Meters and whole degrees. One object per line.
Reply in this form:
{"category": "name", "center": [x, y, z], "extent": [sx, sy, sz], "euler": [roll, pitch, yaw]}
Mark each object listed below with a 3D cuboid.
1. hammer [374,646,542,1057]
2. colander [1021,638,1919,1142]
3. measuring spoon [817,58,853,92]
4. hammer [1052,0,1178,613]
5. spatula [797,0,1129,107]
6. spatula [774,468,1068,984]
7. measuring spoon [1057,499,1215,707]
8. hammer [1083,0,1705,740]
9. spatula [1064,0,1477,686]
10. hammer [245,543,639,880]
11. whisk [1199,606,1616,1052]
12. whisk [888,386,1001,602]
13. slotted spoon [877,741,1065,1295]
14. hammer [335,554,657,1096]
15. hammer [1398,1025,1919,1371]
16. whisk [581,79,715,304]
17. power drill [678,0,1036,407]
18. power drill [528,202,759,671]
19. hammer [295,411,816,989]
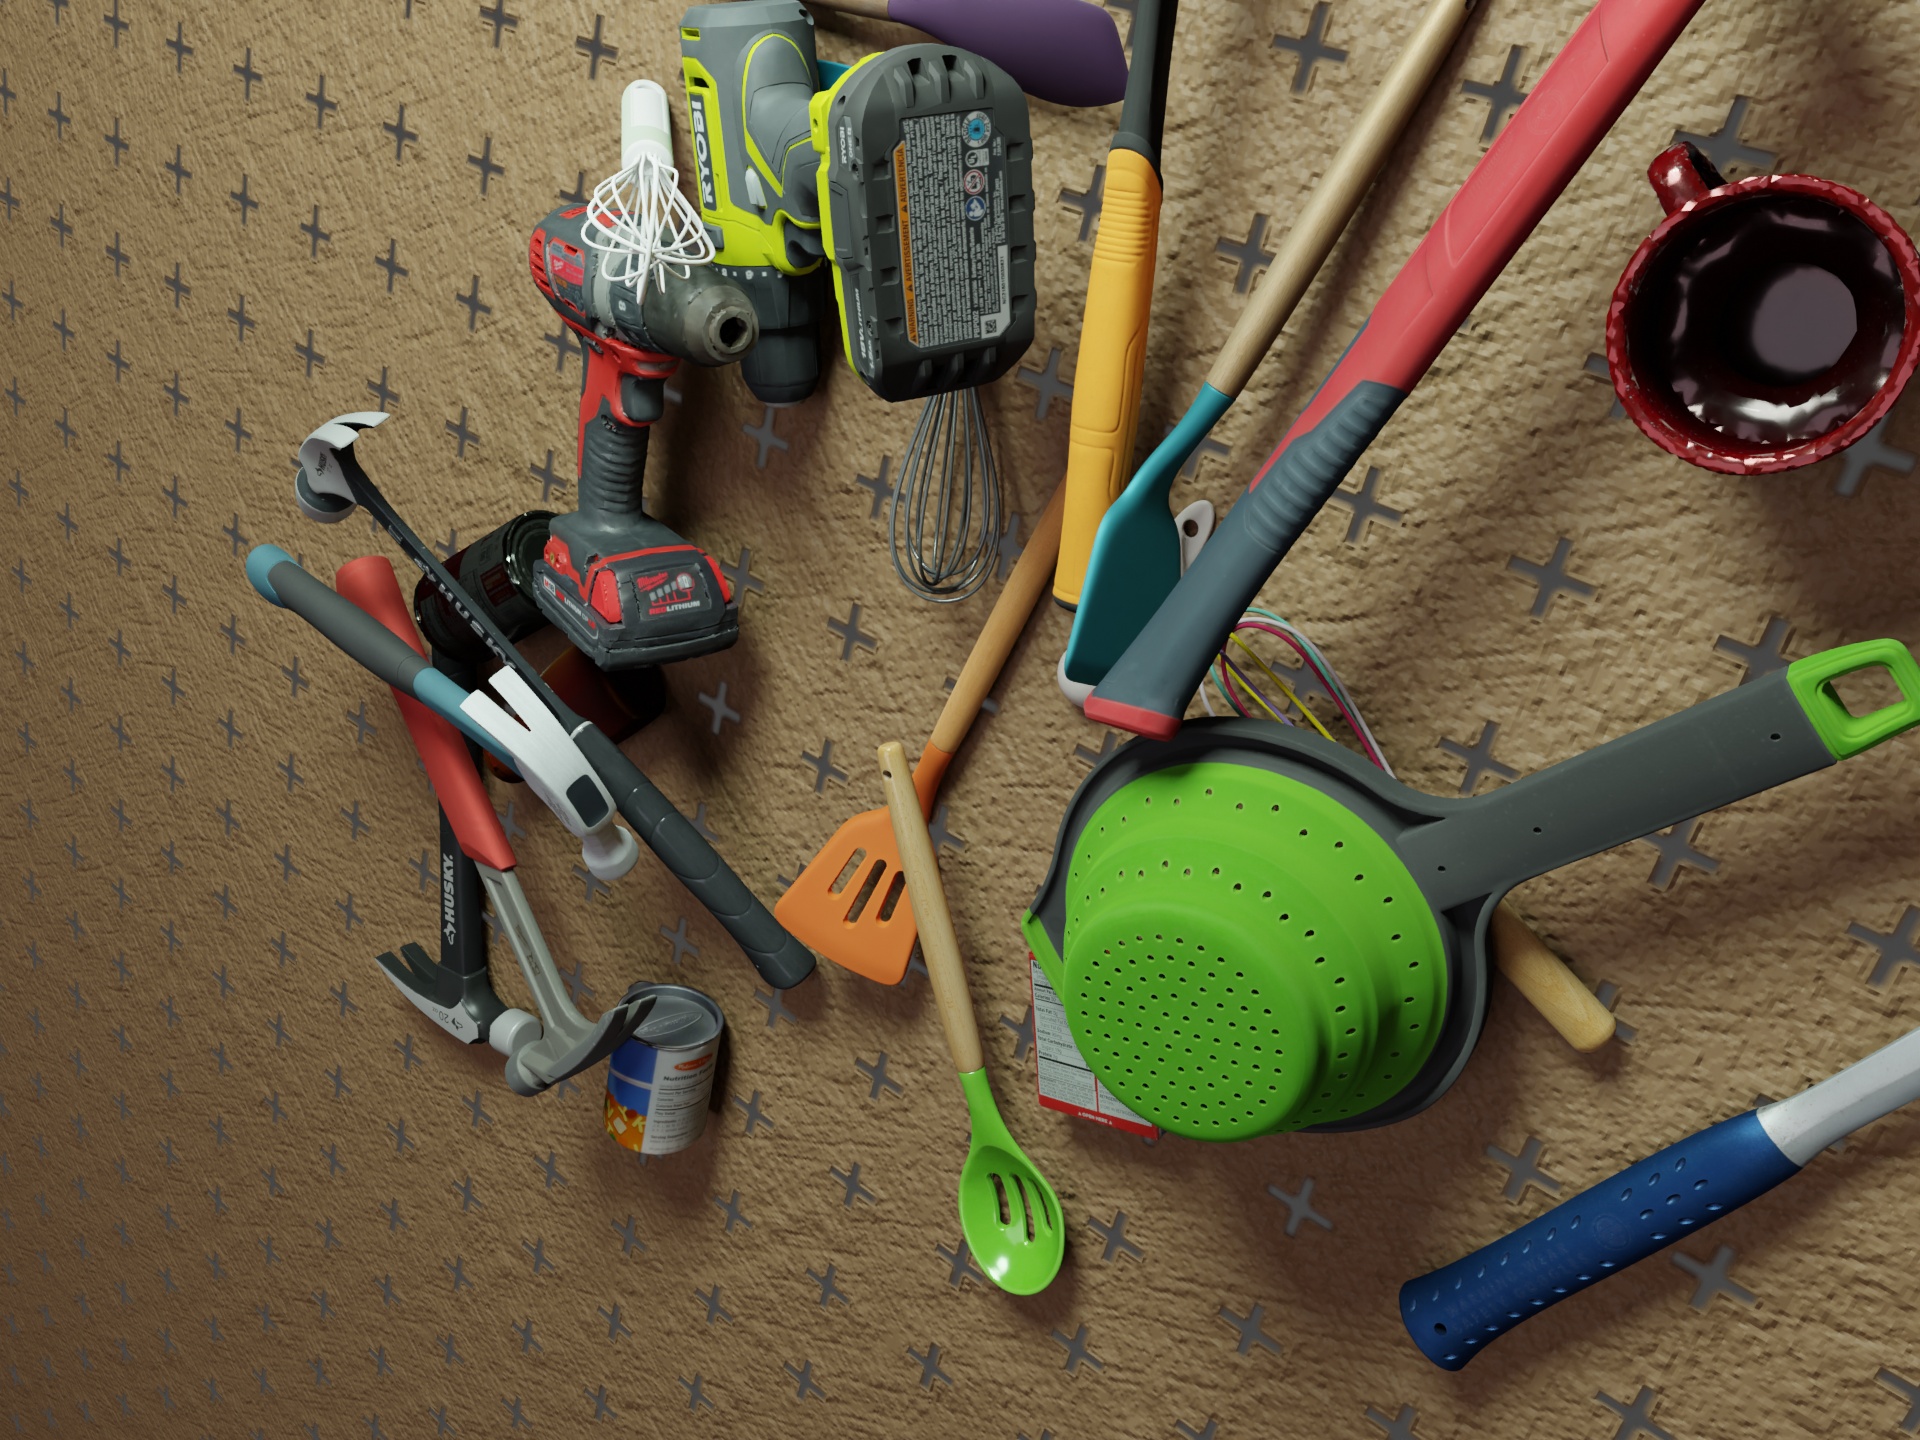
{"category": "hammer", "center": [-0.348, 0.061, 1.091], "extent": [0.146, 0.035, 0.334], "euler": [17, 113, 32]}
{"category": "colander", "center": [0.165, 0.076, 0.620], "extent": [0.397, 0.094, 0.204], "euler": [-31, 93, 38]}
{"category": "measuring spoon", "center": [-0.081, -0.323, 0.795], "extent": [0.129, 0.021, 0.042], "euler": [21, 125, 21]}
{"category": "hammer", "center": [0.067, -0.201, 0.656], "extent": [0.034, 0.127, 0.336], "euler": [18, 118, 27]}
{"category": "spatula", "center": [-0.046, -0.337, 0.744], "extent": [0.316, 0.018, 0.059], "euler": [30, 162, 33]}
{"category": "spatula", "center": [-0.001, -0.003, 0.806], "extent": [0.081, 0.041, 0.322], "euler": [30, 119, 4]}
{"category": "measuring spoon", "center": [0.080, -0.053, 0.745], "extent": [0.034, 0.018, 0.124], "euler": [45, 124, 19]}
{"category": "hammer", "center": [0.156, -0.147, 0.591], "extent": [0.386, 0.038, 0.143], "euler": [-56, 32, 31]}
{"category": "spatula", "center": [0.129, -0.153, 0.655], "extent": [0.044, 0.082, 0.317], "euler": [47, 119, 33]}
{"category": "hammer", "center": [-0.318, -0.024, 0.932], "extent": [0.331, 0.033, 0.128], "euler": [30, 152, 31]}
{"category": "whisk", "center": [0.187, 0.043, 0.684], "extent": [0.245, 0.051, 0.047], "euler": [48, 147, 11]}
{"category": "whisk", "center": [0.002, -0.174, 0.755], "extent": [0.055, 0.055, 0.239], "euler": [15, 107, 33]}
{"category": "slotted spoon", "center": [0.002, 0.160, 0.840], "extent": [0.070, 0.031, 0.313], "euler": [-4, 107, 37]}
{"category": "hammer", "center": [-0.304, 0.051, 0.993], "extent": [0.149, 0.036, 0.359], "euler": [-38, 73, 41]}
{"category": "hammer", "center": [0.320, 0.150, 0.611], "extent": [0.144, 0.035, 0.405], "euler": [52, 127, 13]}
{"category": "whisk", "center": [-0.149, -0.264, 0.760], "extent": [0.247, 0.057, 0.059], "euler": [-106, 26, -52]}
{"category": "power drill", "center": [-0.057, -0.221, 0.722], "extent": [0.229, 0.080, 0.190], "euler": [37, 138, 52]}
{"category": "power drill", "center": [-0.161, -0.142, 0.823], "extent": [0.188, 0.080, 0.226], "euler": [35, 129, 46]}
{"category": "hammer", "center": [-0.223, -0.005, 0.897], "extent": [0.409, 0.036, 0.149], "euler": [49, 154, -8]}
